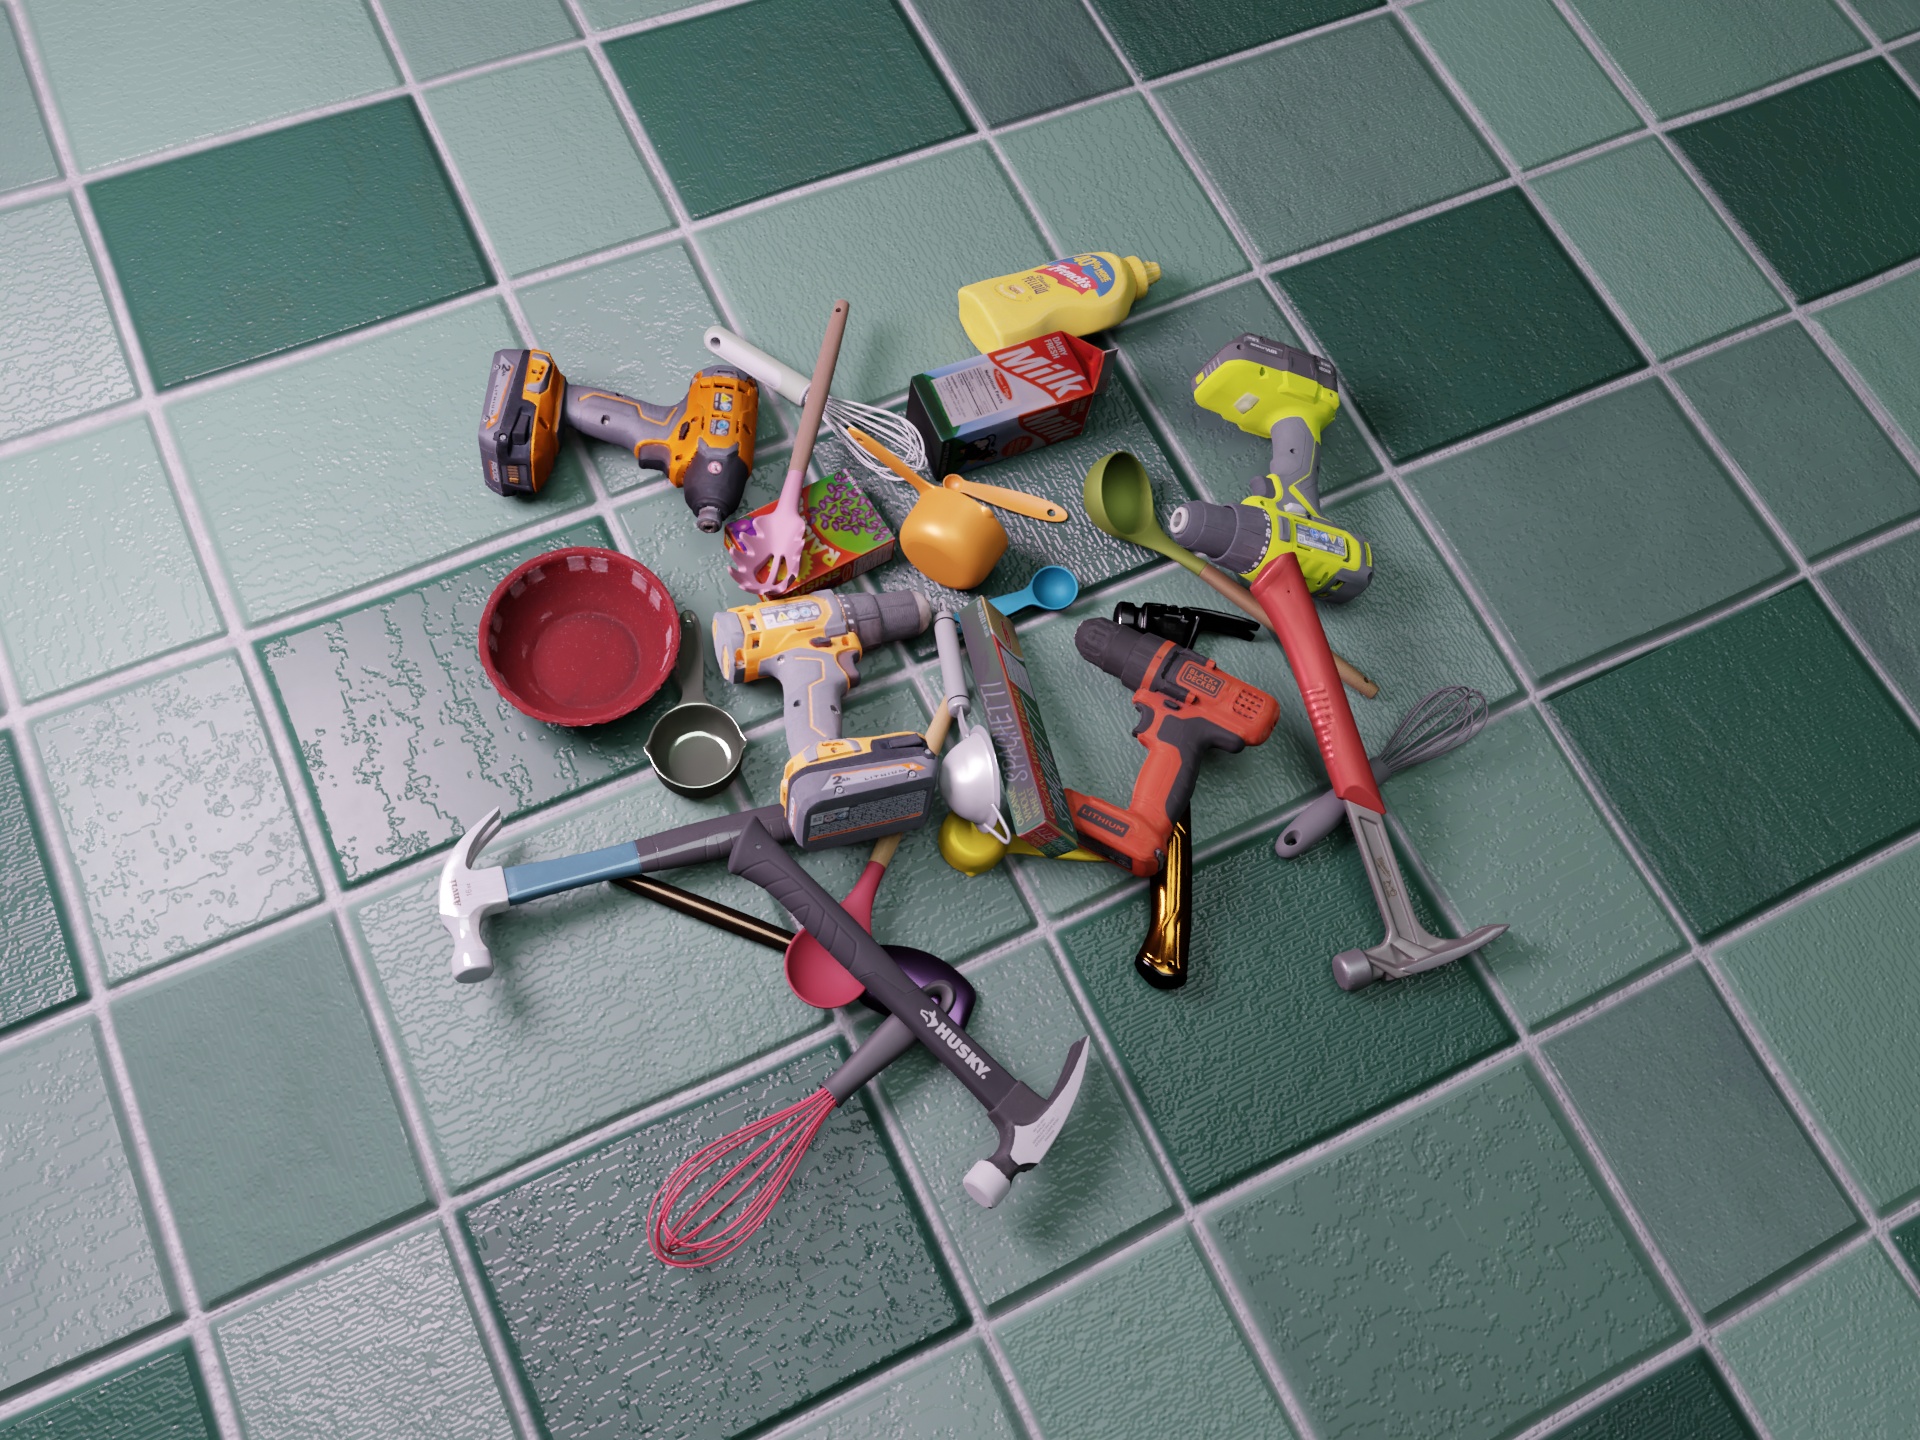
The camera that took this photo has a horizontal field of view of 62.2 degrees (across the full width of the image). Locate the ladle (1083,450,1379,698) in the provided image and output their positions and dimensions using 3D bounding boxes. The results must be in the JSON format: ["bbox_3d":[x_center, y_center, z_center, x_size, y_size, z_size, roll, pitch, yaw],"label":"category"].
[{"bbox_3d":[0.241,-0.125,1.405,0.320,0.062,0.078,37,52,6],"label":"ladle"}]

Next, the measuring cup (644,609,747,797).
[{"bbox_3d":[-0.221,-0.013,1.319,0.083,0.038,0.168,-4,63,-8],"label":"measuring cup"}]

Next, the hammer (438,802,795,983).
[{"bbox_3d":[-0.240,0.106,1.249,0.331,0.033,0.128,-12,61,-18],"label":"hammer"}]

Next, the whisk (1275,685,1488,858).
[{"bbox_3d":[0.359,0.044,1.356,0.239,0.055,0.055,-37,76,-14],"label":"whisk"}]

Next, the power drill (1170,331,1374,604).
[{"bbox_3d":[0.267,-0.223,1.407,0.190,0.080,0.229,12,62,-24],"label":"power drill"}]

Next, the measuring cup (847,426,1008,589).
[{"bbox_3d":[-0.040,-0.177,1.355,0.173,0.095,0.052,38,69,-19],"label":"measuring cup"}]

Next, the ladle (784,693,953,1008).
[{"bbox_3d":[-0.058,0.094,1.286,0.069,0.031,0.316,24,61,0],"label":"ladle"}]

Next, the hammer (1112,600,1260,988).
[{"bbox_3d":[0.185,0.058,1.334,0.127,0.034,0.337,6,68,-3],"label":"hammer"}]

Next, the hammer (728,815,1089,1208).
[{"bbox_3d":[-0.048,0.198,1.206,0.335,0.035,0.146,44,61,4],"label":"hammer"}]

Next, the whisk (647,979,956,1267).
[{"bbox_3d":[-0.112,0.295,1.189,0.296,0.073,0.073,-39,77,-23],"label":"whisk"}]

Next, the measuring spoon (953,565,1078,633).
[{"bbox_3d":[0.042,-0.098,1.395,0.128,0.021,0.042,-21,71,-4],"label":"measuring spoon"}]

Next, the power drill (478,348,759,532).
[{"bbox_3d":[-0.291,-0.237,1.369,0.226,0.084,0.164,4,58,-8],"label":"power drill"}]

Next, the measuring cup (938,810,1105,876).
[{"bbox_3d":[0.060,0.098,1.306,0.156,0.029,0.062,4,68,-5],"label":"measuring cup"}]

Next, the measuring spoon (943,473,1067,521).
[{"bbox_3d":[0.040,-0.198,1.437,0.117,0.011,0.021,16,69,-4],"label":"measuring spoon"}]

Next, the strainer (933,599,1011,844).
[{"bbox_3d":[-0.002,-0.004,1.301,0.050,0.086,0.259,2,48,-14],"label":"strainer"}]

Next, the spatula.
[{"bbox_3d":[-0.138,0.173,1.260,0.316,0.018,0.060,21,70,1],"label":"spatula"}]

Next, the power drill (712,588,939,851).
[{"bbox_3d":[-0.086,-0.017,1.295,0.185,0.084,0.226,-12,54,-19],"label":"power drill"}]

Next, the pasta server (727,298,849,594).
[{"bbox_3d":[-0.136,-0.240,1.373,0.060,0.040,0.316,8,66,10],"label":"pasta server"}]

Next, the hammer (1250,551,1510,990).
[{"bbox_3d":[0.327,0.032,1.312,0.149,0.036,0.359,-17,86,-10],"label":"hammer"}]

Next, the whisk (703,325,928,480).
[{"bbox_3d":[-0.133,-0.290,1.436,0.246,0.057,0.059,33,34,12],"label":"whisk"}]
